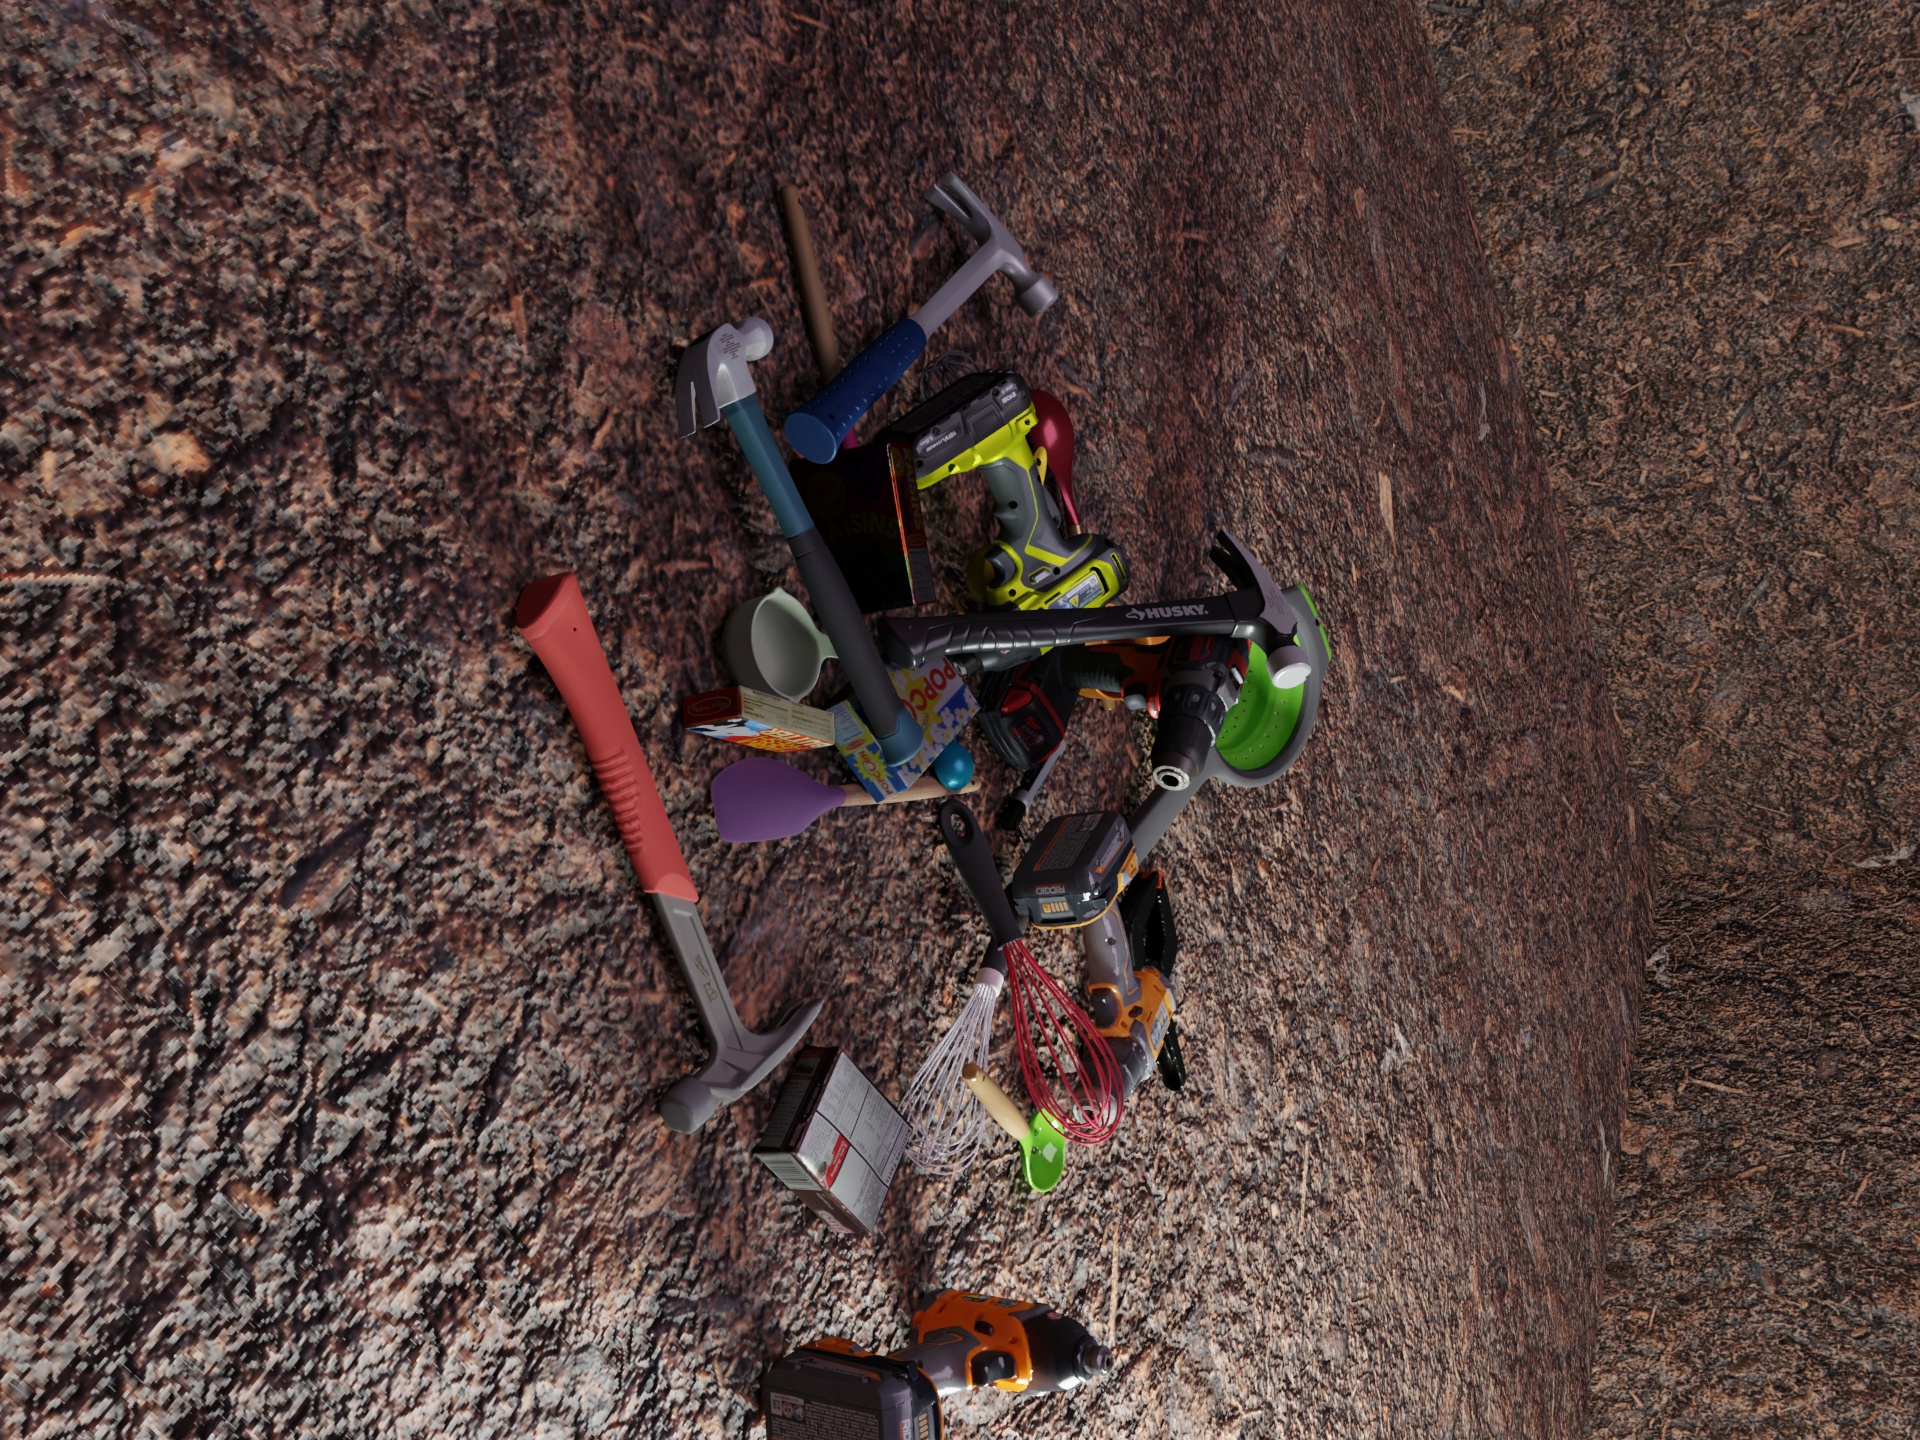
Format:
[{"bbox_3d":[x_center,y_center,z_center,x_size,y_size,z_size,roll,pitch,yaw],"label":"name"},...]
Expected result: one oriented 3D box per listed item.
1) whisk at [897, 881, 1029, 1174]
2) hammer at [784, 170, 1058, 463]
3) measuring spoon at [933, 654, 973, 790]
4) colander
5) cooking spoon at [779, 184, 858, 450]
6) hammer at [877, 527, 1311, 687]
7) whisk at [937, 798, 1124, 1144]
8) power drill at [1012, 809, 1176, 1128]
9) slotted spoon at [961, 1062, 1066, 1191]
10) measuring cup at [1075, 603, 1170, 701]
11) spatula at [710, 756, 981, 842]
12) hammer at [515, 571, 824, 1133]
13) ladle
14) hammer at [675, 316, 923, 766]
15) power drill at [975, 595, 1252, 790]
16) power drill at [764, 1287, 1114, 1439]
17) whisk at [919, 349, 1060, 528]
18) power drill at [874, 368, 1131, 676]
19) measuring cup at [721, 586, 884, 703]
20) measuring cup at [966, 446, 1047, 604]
[{"bbox_3d":[0.014,0.238,1.279,0.070,0.070,0.285,58,37,-32],"label":"whisk"},{"bbox_3d":[-0.037,-0.314,1.253,0.144,0.035,0.406,49,40,-14],"label":"hammer"},{"bbox_3d":[-0.002,-0.004,1.307,0.042,0.021,0.129,30,51,-46],"label":"measuring spoon"},{"bbox_3d":[0.230,0.017,1.618,0.397,0.094,0.204,-48,125,-27],"label":"colander"},{"bbox_3d":[-0.097,-0.252,1.231,0.069,0.017,0.319,-31,110,-64],"label":"cooking spoon"},{"bbox_3d":[0.100,-0.079,1.245,0.035,0.334,0.146,106,-26,-52],"label":"hammer"},{"bbox_3d":[0.049,0.194,1.260,0.073,0.073,0.296,1,59,-56],"label":"whisk"},{"bbox_3d":[0.114,0.213,1.348,0.185,0.084,0.226,-50,126,-56],"label":"power drill"},{"bbox_3d":[0.041,0.312,1.246,0.313,0.031,0.070,63,34,-61],"label":"slotted spoon"},{"bbox_3d":[0.160,-0.078,1.512,0.173,0.052,0.095,-25,109,-38],"label":"measuring cup"},{"bbox_3d":[-0.077,0.054,1.207,0.315,0.018,0.060,-1,77,-55],"label":"spatula"},{"bbox_3d":[-0.192,0.075,1.019,0.149,0.037,0.359,-40,117,-51],"label":"hammer"},{"bbox_3d":[0.111,-0.161,1.514,0.069,0.031,0.315,-28,109,-52],"label":"ladle"},{"bbox_3d":[-0.106,-0.121,1.127,0.331,0.033,0.128,65,28,-12],"label":"hammer"},{"bbox_3d":[0.127,-0.013,1.329,0.080,0.227,0.188,55,43,-35],"label":"power drill"},{"bbox_3d":[-0.008,0.460,1.111,0.226,0.164,0.084,2,84,-54],"label":"power drill"},{"bbox_3d":[0.032,-0.238,1.397,0.238,0.055,0.055,47,48,-47],"label":"whisk"},{"bbox_3d":[0.028,-0.158,1.306,0.171,0.080,0.223,-36,115,-17],"label":"power drill"},{"bbox_3d":[-0.113,-0.052,1.158,0.167,0.038,0.083,-5,85,-60],"label":"measuring cup"},{"bbox_3d":[0.044,-0.171,1.394,0.062,0.029,0.157,34,66,-42],"label":"measuring cup"}]
